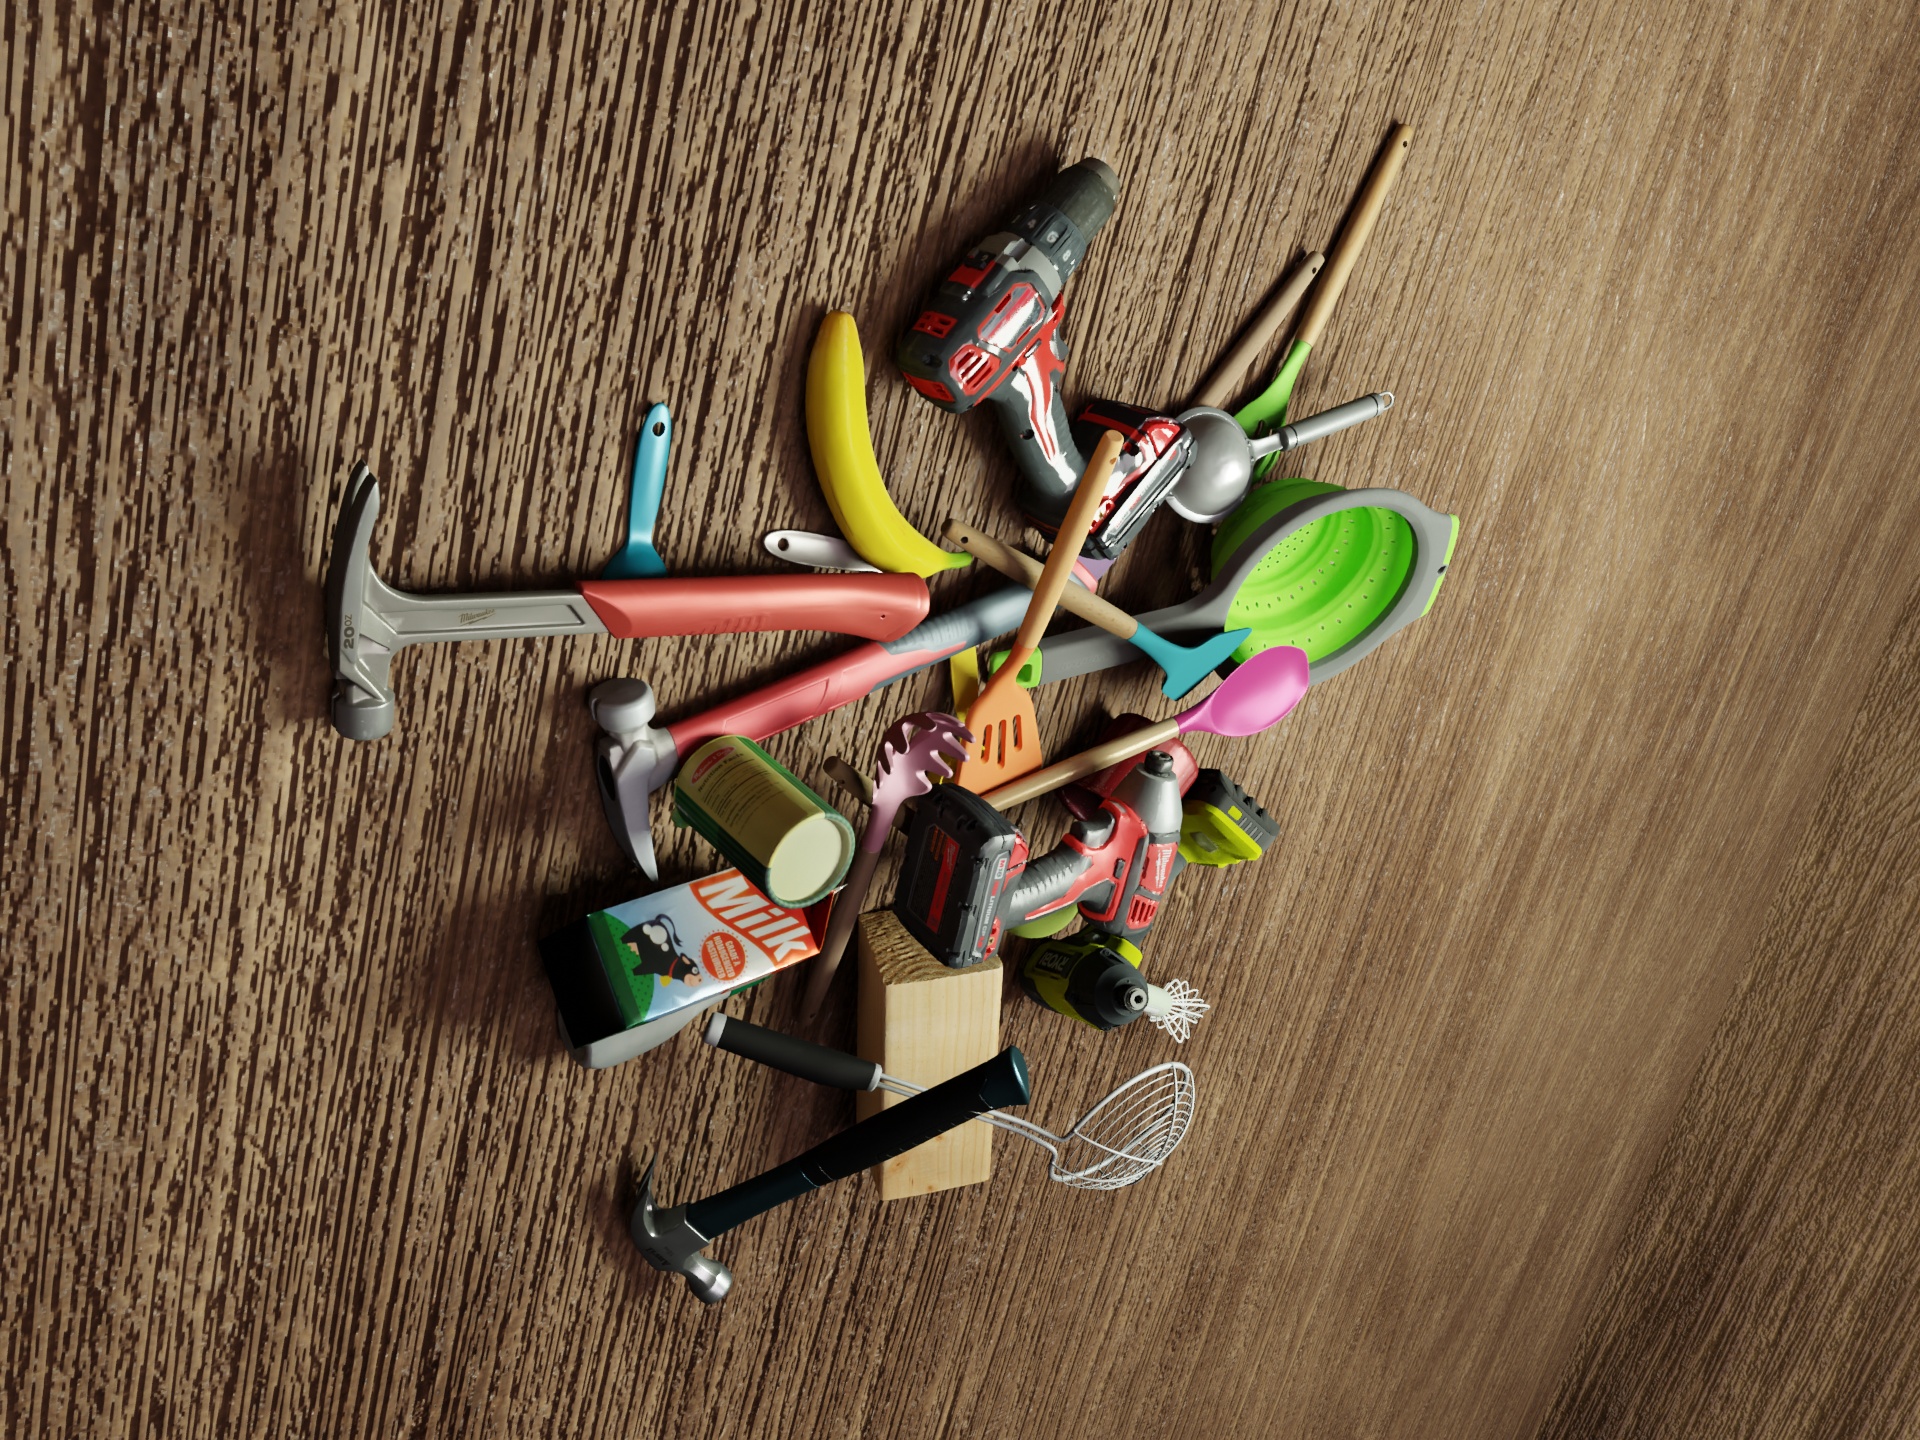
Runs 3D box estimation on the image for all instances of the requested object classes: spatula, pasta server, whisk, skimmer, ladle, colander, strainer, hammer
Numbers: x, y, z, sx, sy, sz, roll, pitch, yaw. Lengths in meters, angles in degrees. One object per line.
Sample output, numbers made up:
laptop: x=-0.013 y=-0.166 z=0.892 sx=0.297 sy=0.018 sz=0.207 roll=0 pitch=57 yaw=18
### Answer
spatula: x=0.057 y=-0.063 z=1.065 sx=0.081 sy=0.041 sz=0.322 roll=-18 pitch=149 yaw=-30
pasta server: x=-0.065 y=0.109 z=1.084 sx=0.060 sy=0.040 sz=0.316 roll=-8 pitch=136 yaw=-35
whisk: x=0.176 y=0.251 z=1.406 sx=0.246 sy=0.058 sz=0.059 roll=36 pitch=51 yaw=-67
skimmer: x=-0.004 y=0.253 z=1.140 sx=0.363 sy=0.090 sz=0.127 roll=20 pitch=123 yaw=-10
spatula: x=0.097 y=-0.079 z=1.124 sx=0.317 sy=0.044 sz=0.082 roll=25 pitch=119 yaw=-40
ladle: x=-0.004 y=0.087 z=1.160 sx=0.319 sy=0.078 sz=0.062 roll=41 pitch=50 yaw=-49
spatula: x=0.177 y=-0.233 z=1.199 sx=0.316 sy=0.018 sz=0.059 roll=-52 pitch=133 yaw=-7
colander: x=0.192 y=-0.106 z=1.245 sx=0.397 sy=0.095 sz=0.204 roll=-14 pitch=139 yaw=-17
strainer: x=0.243 y=-0.215 z=1.215 sx=0.258 sy=0.050 sz=0.087 roll=-24 pitch=105 yaw=-28
hammer: x=-0.062 y=-0.021 z=1.067 sx=0.386 sy=0.038 sz=0.143 roll=-25 pitch=129 yaw=-30
hammer: x=-0.091 y=0.308 z=1.104 sx=0.331 sy=0.033 sz=0.128 roll=-29 pitch=118 yaw=19
hammer: x=-0.171 y=-0.073 z=0.906 sx=0.359 sy=0.037 sz=0.149 roll=-6 pitch=124 yaw=-35

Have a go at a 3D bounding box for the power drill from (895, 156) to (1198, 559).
power drill: x=0.073 y=-0.236 z=1.057 sx=0.188 sy=0.080 sz=0.226 roll=-52 pitch=135 yaw=-9

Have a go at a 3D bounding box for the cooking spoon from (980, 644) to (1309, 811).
cooking spoon: x=0.142 y=0.013 z=1.215 sx=0.319 sy=0.017 sz=0.068 roll=-22 pitch=120 yaw=-23

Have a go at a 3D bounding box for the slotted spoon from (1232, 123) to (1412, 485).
slotted spoon: x=0.278 y=-0.319 z=1.241 sx=0.070 sy=0.031 sz=0.314 roll=22 pitch=95 yaw=-44

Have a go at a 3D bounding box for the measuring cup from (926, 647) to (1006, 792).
measuring cup: x=-0.002 y=-0.004 z=1.160 sx=0.062 sy=0.029 sz=0.156 roll=-14 pitch=110 yaw=-30

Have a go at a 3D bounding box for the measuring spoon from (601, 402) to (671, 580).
measuring spoon: x=-0.178 y=-0.118 z=0.917 sx=0.042 sy=0.021 sz=0.128 roll=-7 pitch=119 yaw=-42

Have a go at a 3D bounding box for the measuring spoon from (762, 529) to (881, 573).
measuring spoon: x=-0.078 y=-0.107 z=1.031 sx=0.124 sy=0.018 sz=0.034 roll=7 pitch=90 yaw=-39

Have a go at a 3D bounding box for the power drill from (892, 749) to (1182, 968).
power drill: x=0.069 y=0.094 z=1.133 sx=0.219 sy=0.079 sz=0.143 roll=-5 pitch=119 yaw=-39

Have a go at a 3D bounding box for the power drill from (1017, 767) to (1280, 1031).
power drill: x=0.154 y=0.148 z=1.289 sx=0.080 sy=0.171 sz=0.223 roll=41 pitch=75 yaw=-14
